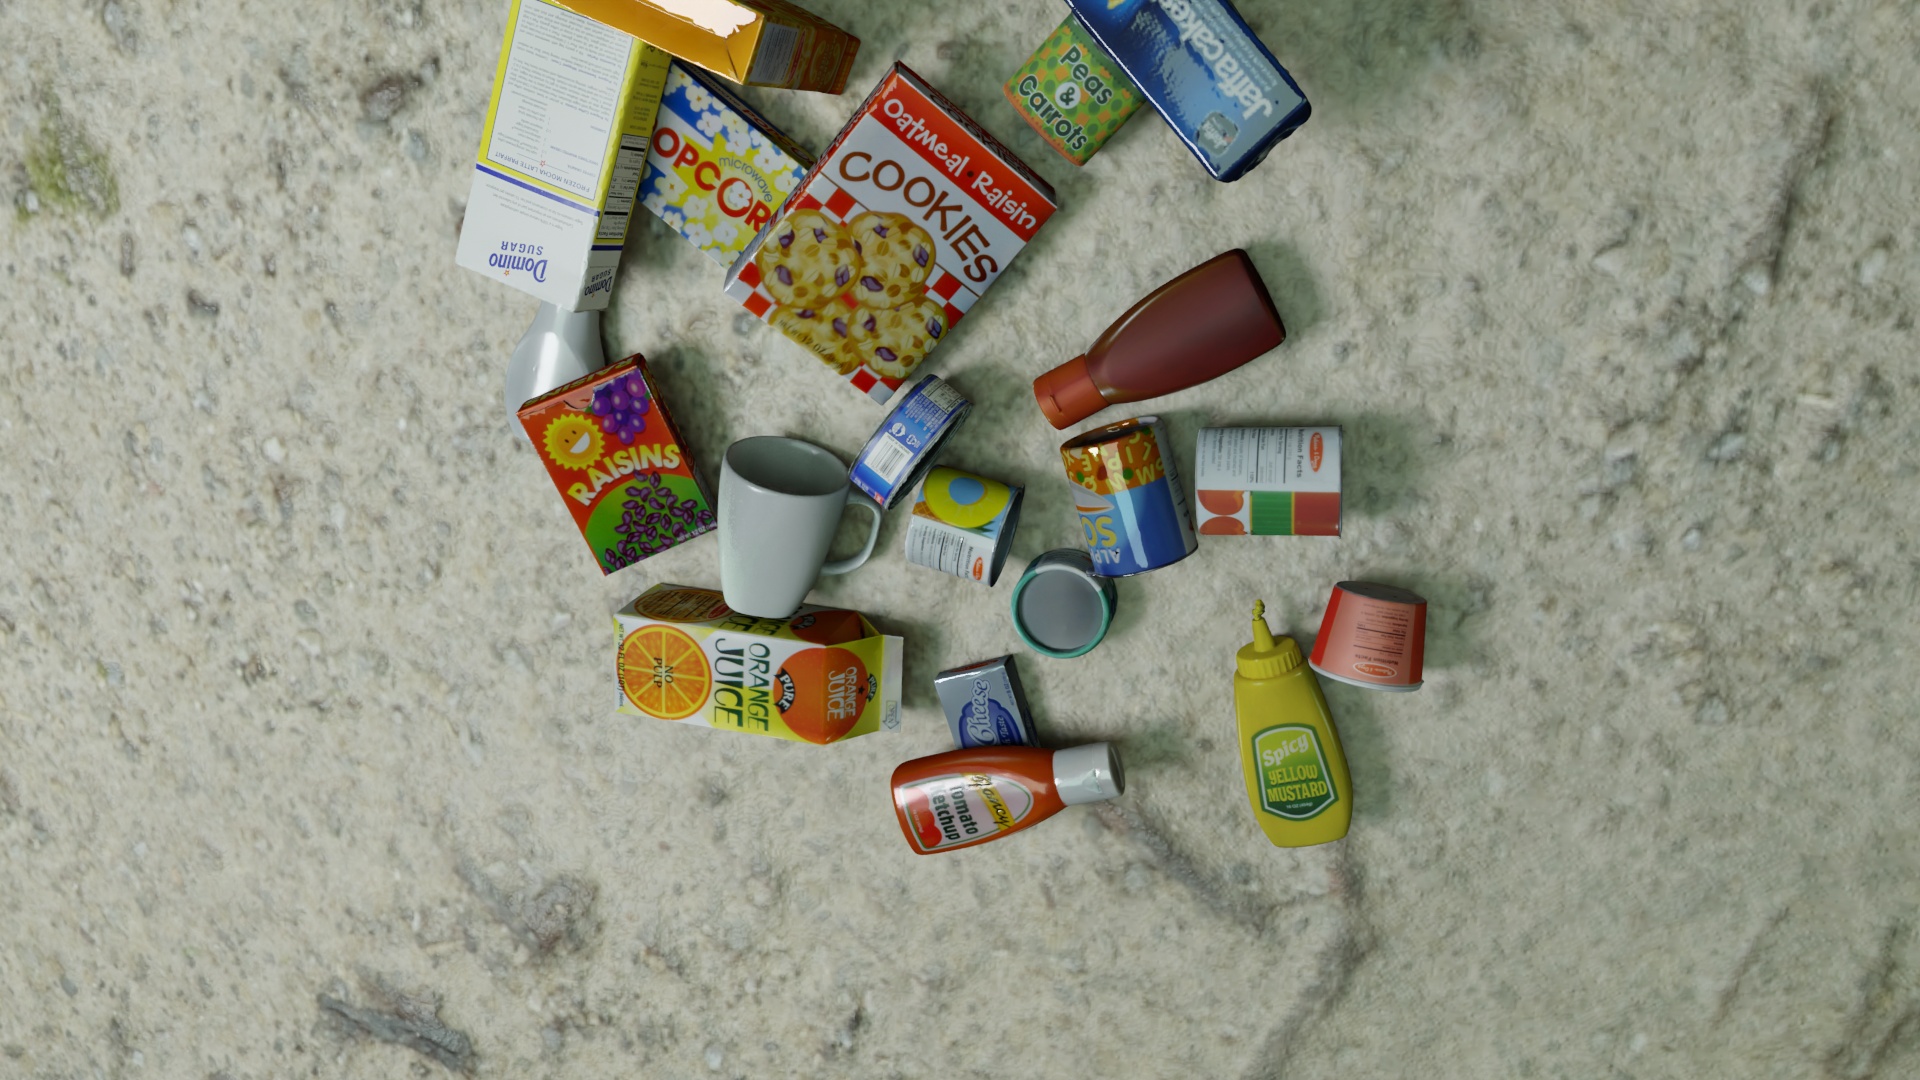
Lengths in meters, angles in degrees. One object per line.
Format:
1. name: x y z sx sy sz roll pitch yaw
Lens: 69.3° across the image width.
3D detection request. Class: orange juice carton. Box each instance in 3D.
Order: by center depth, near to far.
1. orange juice carton: -0.132 0.084 0.937 0.193 0.073 0.071 7 107 11

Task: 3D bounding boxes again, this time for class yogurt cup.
1. yogurt cup: 0.249 0.056 0.840 0.072 0.072 0.053 10 100 11

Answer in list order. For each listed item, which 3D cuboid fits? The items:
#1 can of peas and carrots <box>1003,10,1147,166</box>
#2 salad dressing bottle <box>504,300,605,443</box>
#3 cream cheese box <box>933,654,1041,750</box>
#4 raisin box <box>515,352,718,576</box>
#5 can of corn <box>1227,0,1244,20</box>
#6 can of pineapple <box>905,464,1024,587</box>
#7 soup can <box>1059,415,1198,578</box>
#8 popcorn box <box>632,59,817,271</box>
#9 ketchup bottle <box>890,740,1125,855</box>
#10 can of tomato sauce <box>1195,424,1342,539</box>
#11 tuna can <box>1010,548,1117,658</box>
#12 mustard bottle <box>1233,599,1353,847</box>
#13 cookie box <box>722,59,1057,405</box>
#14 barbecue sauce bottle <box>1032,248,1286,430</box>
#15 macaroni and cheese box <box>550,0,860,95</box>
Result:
1. can of peas and carrots: 0.066 -0.256 0.791 0.071 0.071 0.058 46 112 -2
2. salad dressing bottle: -0.262 -0.137 0.923 0.064 0.044 0.147 19 108 4
3. cream cheese box: 0.023 0.132 0.939 0.053 0.024 0.103 -14 102 19
4. raisin box: -0.223 -0.050 0.914 0.086 0.040 0.123 -23 112 1
5. can of corn: 0.121 -0.286 0.770 0.058 0.071 0.071 -36 95 21
6. can of pineapple: 0.003 -0.011 0.882 0.058 0.071 0.070 17 109 9
7. soup can: 0.100 -0.026 0.850 0.071 0.071 0.083 -14 101 18
8. popcorn box: -0.148 -0.227 0.870 0.127 0.038 0.085 39 111 1
9. ketchup bottle: 0.032 0.162 0.907 0.148 0.044 0.064 -15 101 18
10. can of tomato sauce: 0.185 -0.034 0.829 0.083 0.071 0.071 0 106 15
11. tuna can: 0.066 0.043 0.898 0.071 0.033 0.071 4 106 13
12. mustard bottle: 0.203 0.113 0.875 0.065 0.049 0.160 -14 102 16
13. cookie box: -0.042 -0.181 0.835 0.123 0.040 0.167 35 112 -22
14. barbecue sauce bottle: 0.115 -0.114 0.834 0.148 0.044 0.065 -26 98 20
15. macaroni and cheese box: -0.139 -0.294 0.780 0.124 0.167 0.040 26 110 5
